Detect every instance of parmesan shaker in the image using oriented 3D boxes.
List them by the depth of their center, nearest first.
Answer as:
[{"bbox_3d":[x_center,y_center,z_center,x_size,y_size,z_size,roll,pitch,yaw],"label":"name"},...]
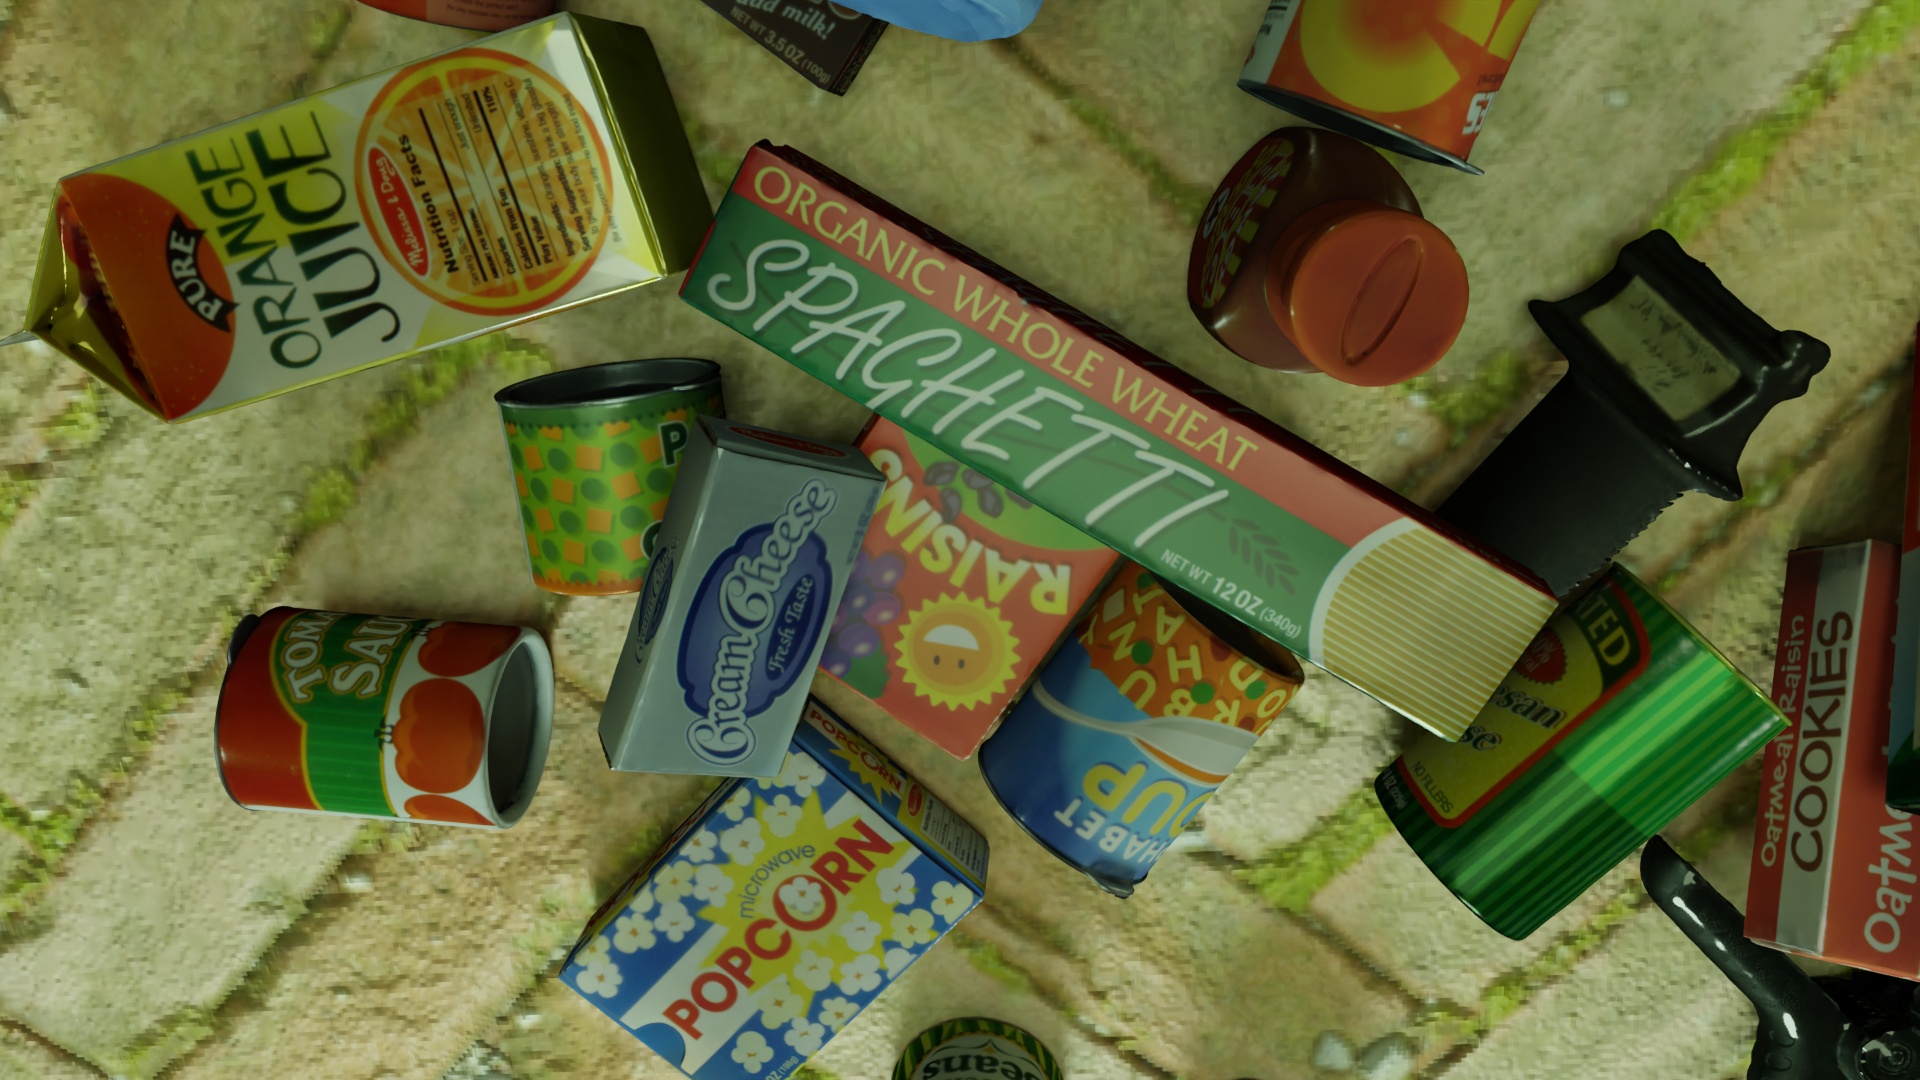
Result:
[{"bbox_3d":[0.187,0.066,0.425,0.071,0.071,0.103,41,105,-9],"label":"parmesan shaker"}]

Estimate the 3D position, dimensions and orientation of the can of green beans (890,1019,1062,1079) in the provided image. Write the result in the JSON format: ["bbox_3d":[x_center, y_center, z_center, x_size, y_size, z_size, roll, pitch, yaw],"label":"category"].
[{"bbox_3d":[0.004,0.213,0.488,0.071,0.058,0.071,1,107,4],"label":"can of green beans"}]

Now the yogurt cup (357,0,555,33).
[{"bbox_3d":[-0.138,-0.173,0.381,0.072,0.073,0.053,14,115,0],"label":"yogurt cup"}]

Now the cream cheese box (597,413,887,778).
[{"bbox_3d":[-0.064,0.019,0.399,0.053,0.024,0.103,10,109,-33],"label":"cream cheese box"}]

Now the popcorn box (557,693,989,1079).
[{"bbox_3d":[-0.063,0.126,0.477,0.085,0.038,0.126,41,105,-10],"label":"popcorn box"}]

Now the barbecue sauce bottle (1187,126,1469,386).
[{"bbox_3d":[0.090,-0.070,0.351,0.044,0.149,0.064,24,107,-4],"label":"barbecue sauce bottle"}]

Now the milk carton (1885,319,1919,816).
[{"bbox_3d":[0.311,-0.016,0.370,0.072,0.073,0.191,14,75,-1],"label":"milk carton"}]

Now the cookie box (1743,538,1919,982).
[{"bbox_3d":[0.330,0.078,0.413,0.167,0.040,0.123,13,80,0],"label":"cookie box"}]

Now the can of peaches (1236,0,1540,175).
[{"bbox_3d":[0.118,-0.138,0.372,0.071,0.071,0.058,20,106,-2],"label":"can of peaches"}]

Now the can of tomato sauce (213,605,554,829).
[{"bbox_3d":[-0.182,0.055,0.449,0.083,0.071,0.071,4,107,2],"label":"can of tomato sauce"}]

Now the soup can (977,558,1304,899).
[{"bbox_3d":[0.057,0.056,0.431,0.071,0.071,0.083,34,106,-7],"label":"soup can"}]

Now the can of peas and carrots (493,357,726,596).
[{"bbox_3d":[-0.099,-0.021,0.420,0.071,0.071,0.058,-4,107,5],"label":"can of peas and carrots"}]

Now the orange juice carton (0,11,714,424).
[{"bbox_3d":[-0.176,-0.087,0.403,0.193,0.072,0.073,-15,105,8],"label":"orange juice carton"}]

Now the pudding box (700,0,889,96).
[{"bbox_3d":[-0.056,-0.171,0.392,0.083,0.030,0.049,35,105,-7],"label":"pudding box"}]

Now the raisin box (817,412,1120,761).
[{"bbox_3d":[0.002,-0.005,0.433,0.086,0.040,0.123,33,105,-6],"label":"raisin box"}]

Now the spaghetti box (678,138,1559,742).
[{"bbox_3d":[0.041,-0.029,0.383,0.250,0.029,0.050,30,107,0],"label":"spaghetti box"}]
